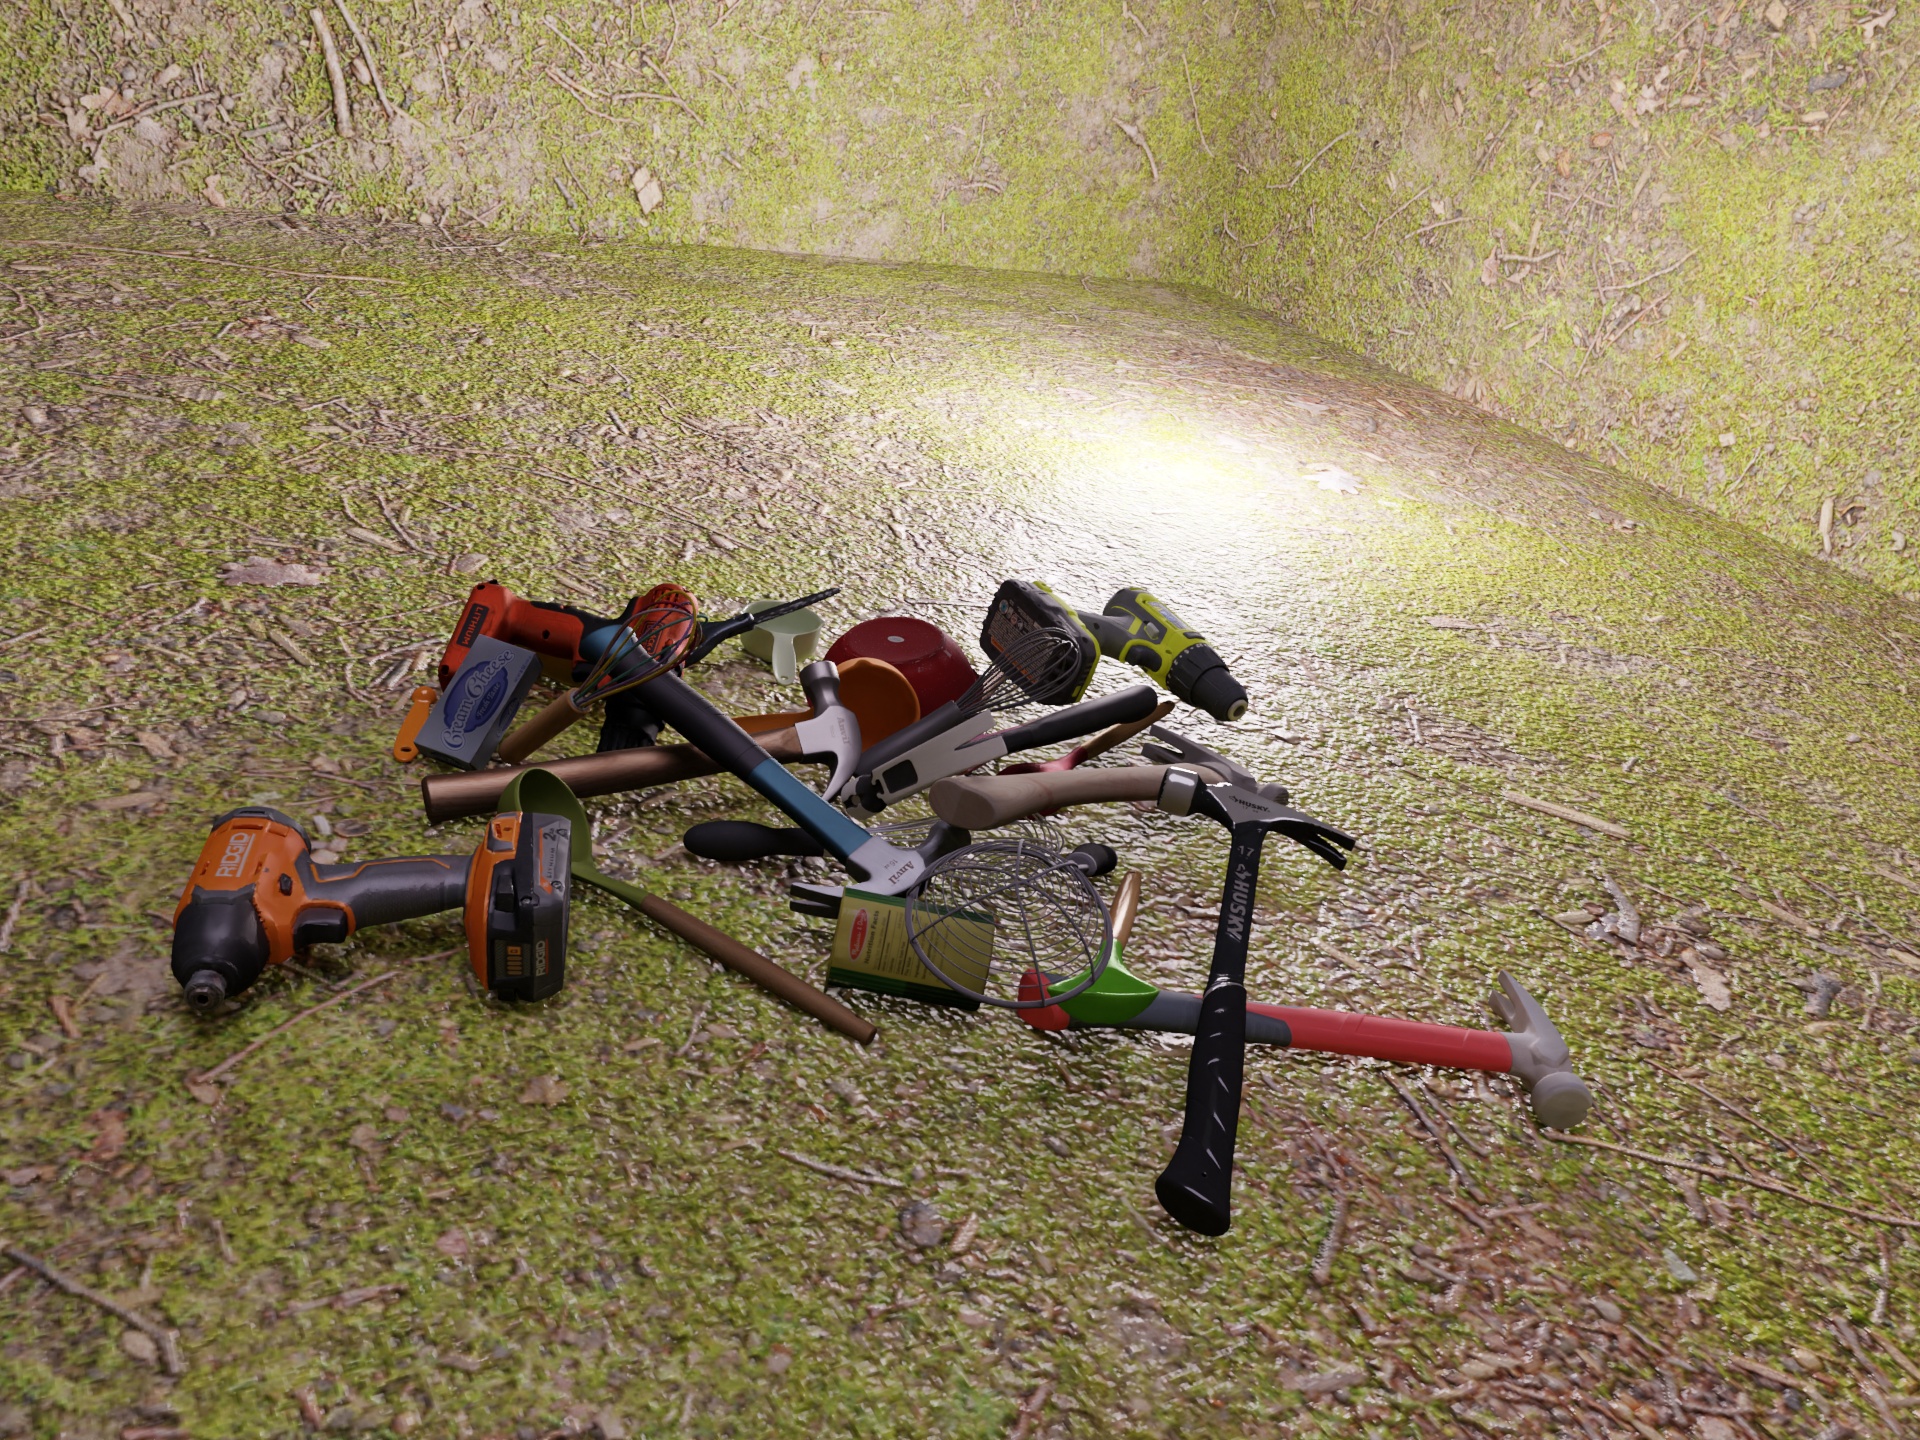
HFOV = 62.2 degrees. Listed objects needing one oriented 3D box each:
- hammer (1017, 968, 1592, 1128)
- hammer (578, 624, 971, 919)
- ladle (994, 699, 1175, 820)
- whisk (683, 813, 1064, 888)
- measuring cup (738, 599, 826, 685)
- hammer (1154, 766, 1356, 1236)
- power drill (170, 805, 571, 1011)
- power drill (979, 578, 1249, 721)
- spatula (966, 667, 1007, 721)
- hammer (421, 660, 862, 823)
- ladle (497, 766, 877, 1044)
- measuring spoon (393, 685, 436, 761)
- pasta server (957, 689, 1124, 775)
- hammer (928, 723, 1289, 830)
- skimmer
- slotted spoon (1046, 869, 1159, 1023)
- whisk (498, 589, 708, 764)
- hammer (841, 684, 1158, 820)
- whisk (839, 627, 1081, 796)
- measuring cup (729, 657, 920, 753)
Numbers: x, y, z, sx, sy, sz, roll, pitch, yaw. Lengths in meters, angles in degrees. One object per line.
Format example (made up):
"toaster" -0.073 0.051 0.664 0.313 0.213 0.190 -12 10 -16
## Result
"hammer" 0.229 0.203 1.101 0.386 0.038 0.143 9 25 -7
"hammer" -0.155 0.029 1.166 0.331 0.033 0.128 37 54 21
"ladle" 0.121 0.025 1.425 0.069 0.031 0.315 22 26 27
"whisk" -0.063 0.092 1.185 0.284 0.070 0.070 2 28 -9
"measuring cup" -0.165 -0.059 1.459 0.083 0.038 0.168 7 29 -11
"hammer" 0.182 0.172 1.055 0.149 0.036 0.409 16 35 5
"power drill" -0.358 0.120 0.974 0.226 0.084 0.164 2 28 -11
"power drill" 0.151 -0.063 1.510 0.228 0.080 0.191 2 33 -39
"spatula" 0.030 -0.043 1.500 0.082 0.044 0.317 34 31 5
"hammer" -0.232 0.037 1.200 0.331 0.031 0.130 -9 65 -23
"ladle" -0.185 0.123 1.066 0.320 0.062 0.078 26 5 21
"measuring spoon" -0.429 0.001 1.252 0.021 0.011 0.117 6 27 -12
"pasta server" 0.075 0.000 1.441 0.060 0.040 0.316 42 36 26
"hammer" 0.108 0.048 1.263 0.146 0.038 0.410 29 18 34
"skimmer" 0.060 0.127 1.083 0.127 0.090 0.363 23 2 14
"slotted spoon" 0.109 0.150 1.098 0.070 0.031 0.314 0 10 10
"whisk" -0.266 -0.027 1.166 0.047 0.245 0.051 58 35 -2
"hammer" 0.062 0.010 1.294 0.334 0.146 0.035 -16 81 -49
"whisk" -0.002 -0.003 1.303 0.239 0.055 0.055 -32 40 -10
"measuring cup" -0.122 -0.005 1.331 0.173 0.095 0.052 -6 13 -4
